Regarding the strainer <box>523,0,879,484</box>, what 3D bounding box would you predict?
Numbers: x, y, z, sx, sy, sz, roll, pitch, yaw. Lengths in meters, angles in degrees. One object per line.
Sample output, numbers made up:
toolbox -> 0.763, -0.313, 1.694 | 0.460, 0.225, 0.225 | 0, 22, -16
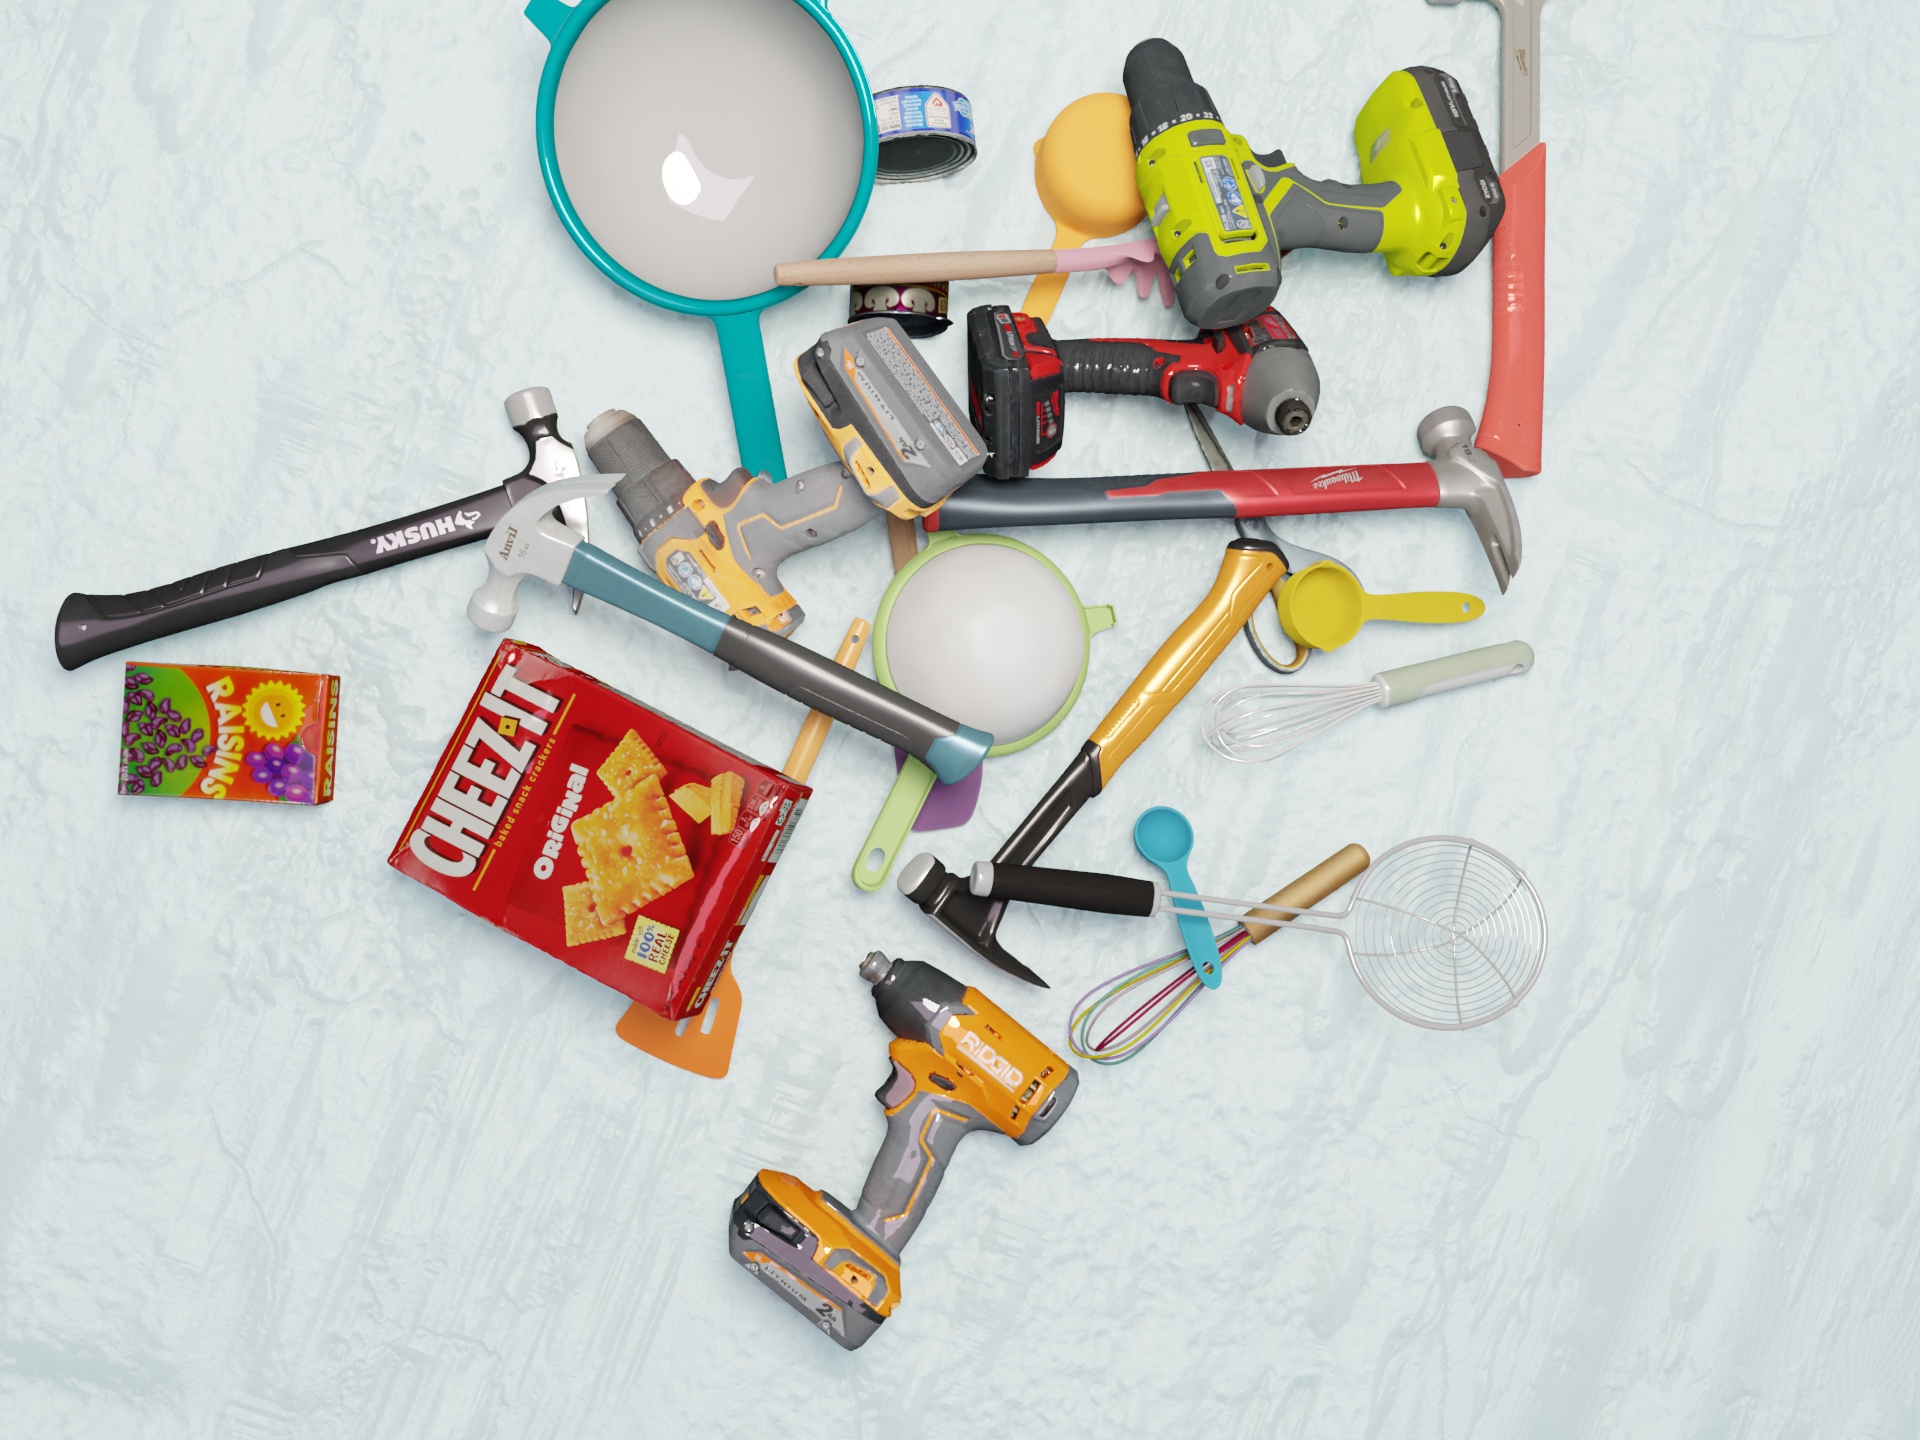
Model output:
strainer -> -0.145, -0.310, 1.032 | 0.211, 0.095, 0.340 | -6, 111, 5

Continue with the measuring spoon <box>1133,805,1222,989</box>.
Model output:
measuring spoon -> 0.148, 0.120, 1.070 | 0.042, 0.021, 0.129 | -12, 73, -16

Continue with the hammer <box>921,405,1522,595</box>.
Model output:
hammer -> 0.169, -0.136, 1.036 | 0.386, 0.038, 0.143 | -4, 56, -7

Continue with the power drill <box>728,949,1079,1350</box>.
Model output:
power drill -> -0.052, 0.271, 1.040 | 0.164, 0.084, 0.226 | 40, 83, -3

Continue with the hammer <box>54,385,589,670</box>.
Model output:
hammer -> -0.399, -0.096, 1.010 | 0.334, 0.035, 0.146 | -19, 92, -12

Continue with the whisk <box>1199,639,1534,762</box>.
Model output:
whisk -> 0.280, -0.018, 1.087 | 0.246, 0.057, 0.059 | -13, 61, -9

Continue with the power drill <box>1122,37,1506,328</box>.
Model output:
power drill -> 0.219, -0.359, 1.030 | 0.228, 0.080, 0.191 | -11, 76, -19

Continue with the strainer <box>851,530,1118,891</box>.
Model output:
strainer -> -0.002, -0.003, 1.032 | 0.151, 0.069, 0.256 | 28, 82, -13

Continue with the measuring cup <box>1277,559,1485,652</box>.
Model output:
measuring cup -> 0.287, -0.077, 1.087 | 0.156, 0.029, 0.062 | -1, 90, -20

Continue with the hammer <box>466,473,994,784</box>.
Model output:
hammer -> -0.135, -0.046, 0.983 | 0.331, 0.033, 0.128 | 26, 118, -5

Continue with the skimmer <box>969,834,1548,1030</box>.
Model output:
skimmer -> 0.190, 0.121, 1.018 | 0.363, 0.090, 0.127 | 8, 82, -12

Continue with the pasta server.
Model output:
pasta server -> 0.036, -0.285, 1.018 | 0.316, 0.060, 0.040 | -8, 88, -20

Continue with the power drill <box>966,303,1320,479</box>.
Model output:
power drill -> 0.118, -0.216, 1.023 | 0.219, 0.143, 0.078 | -5, 126, -4

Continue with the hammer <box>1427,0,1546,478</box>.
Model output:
hammer -> 0.396, -0.349, 1.100 | 0.149, 0.037, 0.359 | 0, 90, -5

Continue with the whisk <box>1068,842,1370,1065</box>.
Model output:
whisk -> 0.179, 0.158, 1.079 | 0.245, 0.047, 0.051 | -32, 92, -8

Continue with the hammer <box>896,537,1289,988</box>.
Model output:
hammer -> 0.108, 0.018, 1.058 | 0.127, 0.034, 0.337 | 41, 86, -23

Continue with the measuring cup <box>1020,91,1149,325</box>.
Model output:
measuring cup -> 0.079, -0.335, 1.061 | 0.095, 0.052, 0.173 | 24, 86, -5

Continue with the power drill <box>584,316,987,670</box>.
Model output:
power drill -> -0.119, -0.159, 0.993 | 0.226, 0.084, 0.185 | -34, 96, 29

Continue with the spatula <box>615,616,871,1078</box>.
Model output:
spatula -> -0.130, 0.081, 1.048 | 0.081, 0.041, 0.322 | 24, 88, -4

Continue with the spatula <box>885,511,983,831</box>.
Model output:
spatula -> -0.031, -0.083, 1.070 | 0.059, 0.018, 0.316 | -9, 92, -9
